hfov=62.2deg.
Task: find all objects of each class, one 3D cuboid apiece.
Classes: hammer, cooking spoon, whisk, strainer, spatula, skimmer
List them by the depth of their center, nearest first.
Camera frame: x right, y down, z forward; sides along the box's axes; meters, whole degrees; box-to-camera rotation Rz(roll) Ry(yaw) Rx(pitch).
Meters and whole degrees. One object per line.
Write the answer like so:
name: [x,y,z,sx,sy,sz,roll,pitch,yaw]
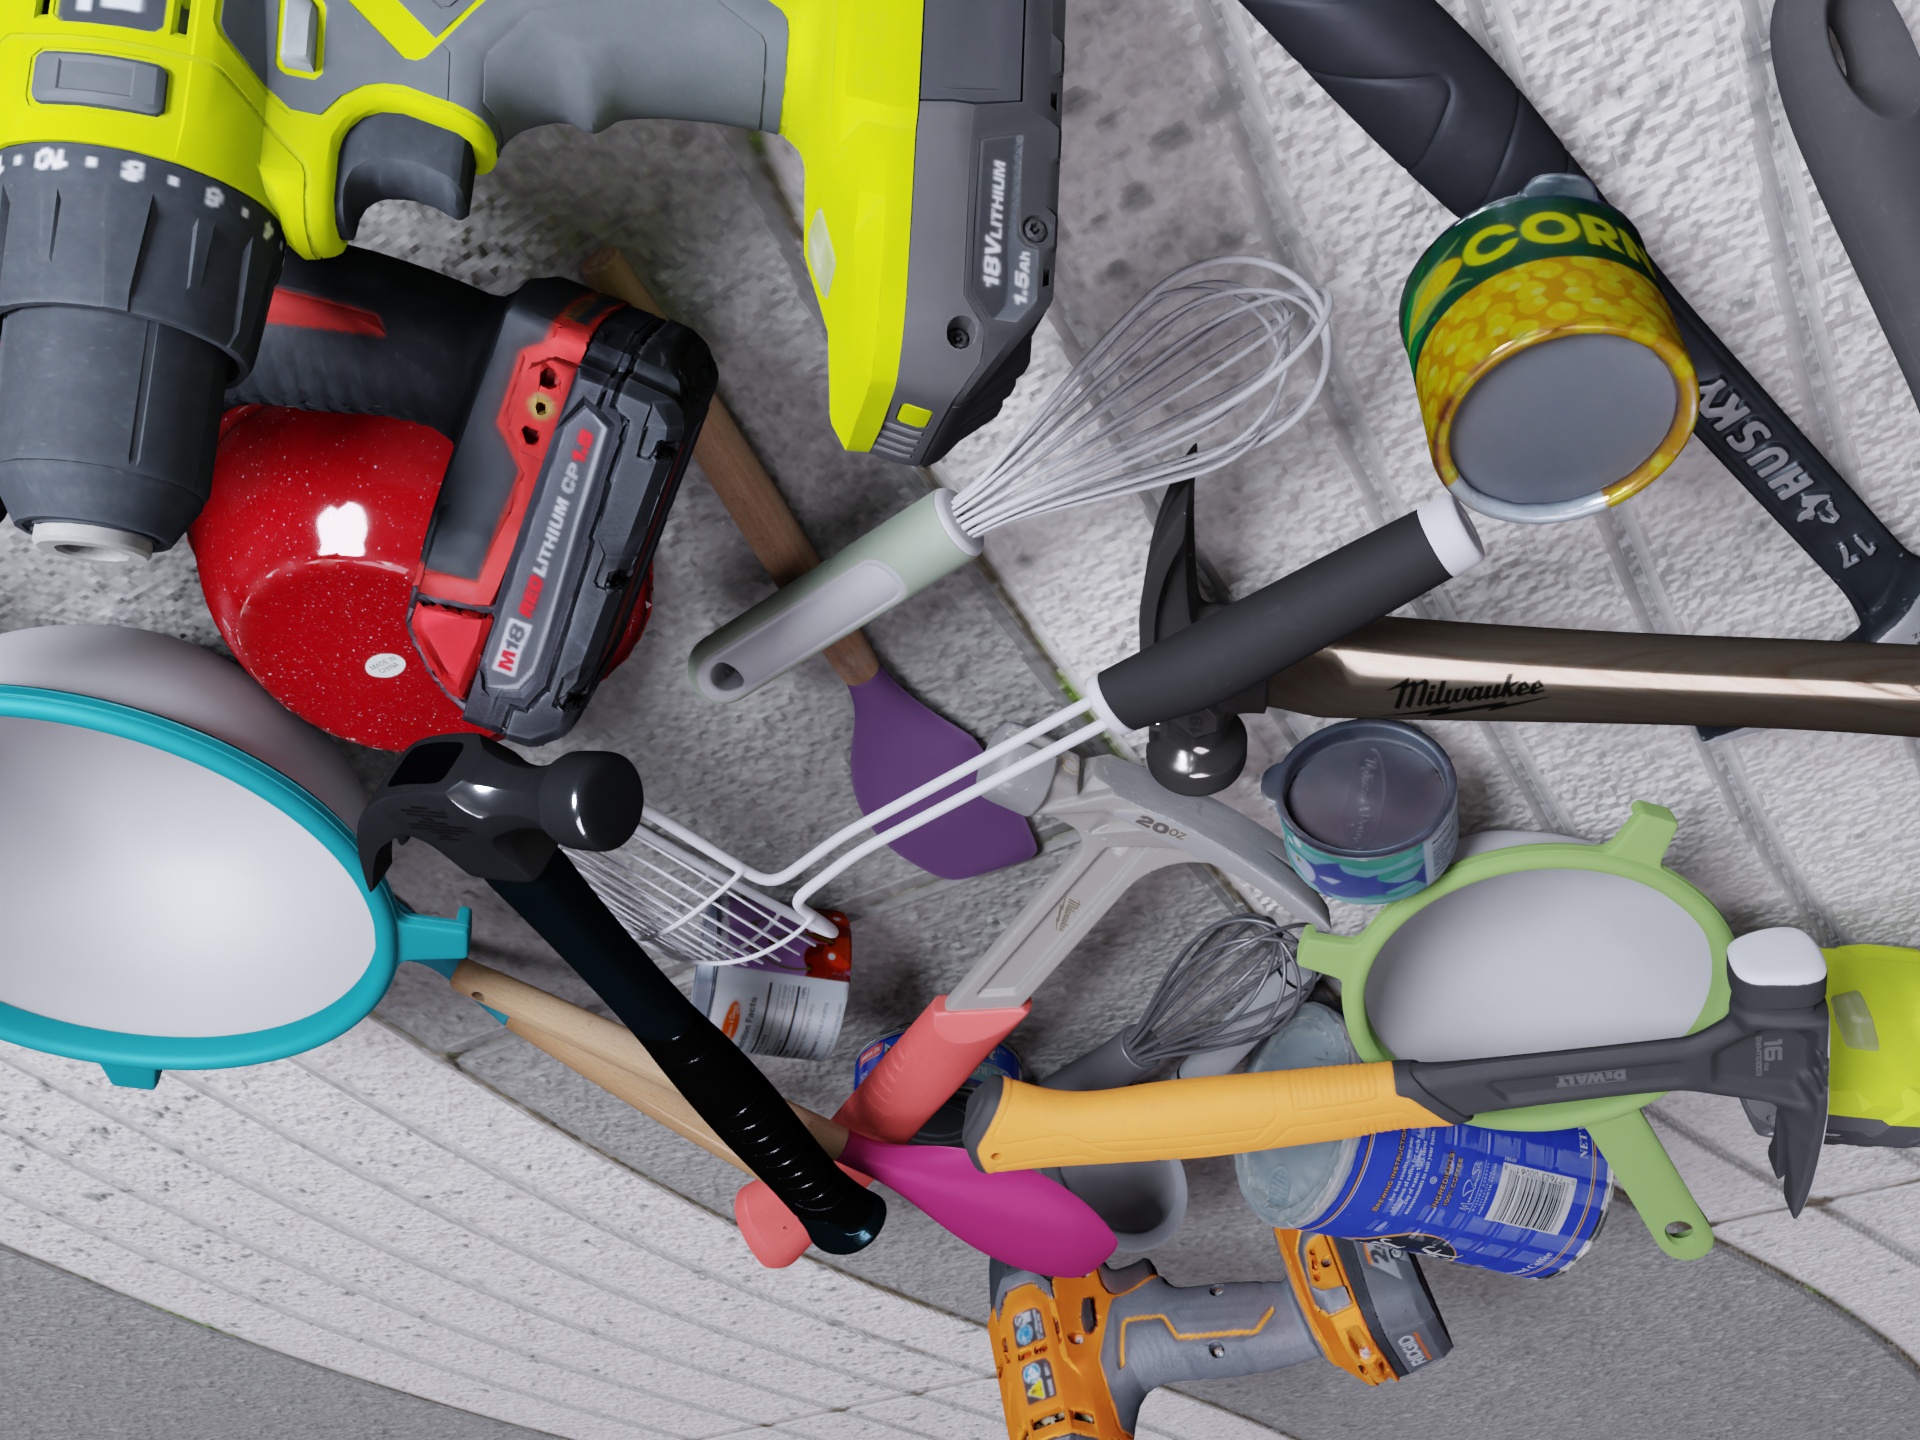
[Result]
whisk: [0.278,-0.059,0.423,0.073,0.073,0.295,-23,101,24]
hammer: [0.188,-0.118,0.459,0.408,0.036,0.149,32,130,-28]
whisk: [0.006,-0.065,0.496,0.246,0.059,0.057,-29,117,26]
hammer: [0.262,-0.017,0.505,0.410,0.038,0.146,4,142,12]
skimmer: [-0.001,-0.002,0.548,0.363,0.090,0.127,-28,132,27]
strainer: [-0.341,-0.003,0.554,0.211,0.095,0.340,-23,130,21]
spatula: [-0.048,-0.034,0.567,0.060,0.018,0.315,-17,135,13]
hammer: [-0.104,0.119,0.594,0.128,0.033,0.330,3,141,29]
hammer: [0.166,0.158,0.644,0.337,0.034,0.127,-9,121,14]
strainer: [0.261,0.131,0.676,0.151,0.069,0.256,-26,118,23]
cooking spoon: [-0.076,0.178,0.703,0.319,0.017,0.068,27,128,-8]
hammer: [0.000,0.149,0.704,0.149,0.037,0.359,26,127,-13]
spatula: [-0.185,0.153,0.716,0.317,0.044,0.082,31,129,-2]
whisk: [0.086,0.152,0.746,0.055,0.055,0.239,21,139,-20]
strainer: [0.111,0.183,0.779,0.087,0.050,0.258,45,129,17]

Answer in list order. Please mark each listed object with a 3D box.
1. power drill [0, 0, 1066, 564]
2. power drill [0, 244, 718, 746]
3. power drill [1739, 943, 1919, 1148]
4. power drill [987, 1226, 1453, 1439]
power drill: [-0.097,-0.123,0.358,0.228,0.191,0.080,4,171,-10]
power drill: [-0.200,-0.071,0.438,0.226,0.080,0.188,22,109,-9]
power drill: [0.406,0.095,0.609,0.171,0.080,0.223,7,148,-17]
power drill: [0.120,0.295,0.834,0.226,0.164,0.084,-25,132,9]
